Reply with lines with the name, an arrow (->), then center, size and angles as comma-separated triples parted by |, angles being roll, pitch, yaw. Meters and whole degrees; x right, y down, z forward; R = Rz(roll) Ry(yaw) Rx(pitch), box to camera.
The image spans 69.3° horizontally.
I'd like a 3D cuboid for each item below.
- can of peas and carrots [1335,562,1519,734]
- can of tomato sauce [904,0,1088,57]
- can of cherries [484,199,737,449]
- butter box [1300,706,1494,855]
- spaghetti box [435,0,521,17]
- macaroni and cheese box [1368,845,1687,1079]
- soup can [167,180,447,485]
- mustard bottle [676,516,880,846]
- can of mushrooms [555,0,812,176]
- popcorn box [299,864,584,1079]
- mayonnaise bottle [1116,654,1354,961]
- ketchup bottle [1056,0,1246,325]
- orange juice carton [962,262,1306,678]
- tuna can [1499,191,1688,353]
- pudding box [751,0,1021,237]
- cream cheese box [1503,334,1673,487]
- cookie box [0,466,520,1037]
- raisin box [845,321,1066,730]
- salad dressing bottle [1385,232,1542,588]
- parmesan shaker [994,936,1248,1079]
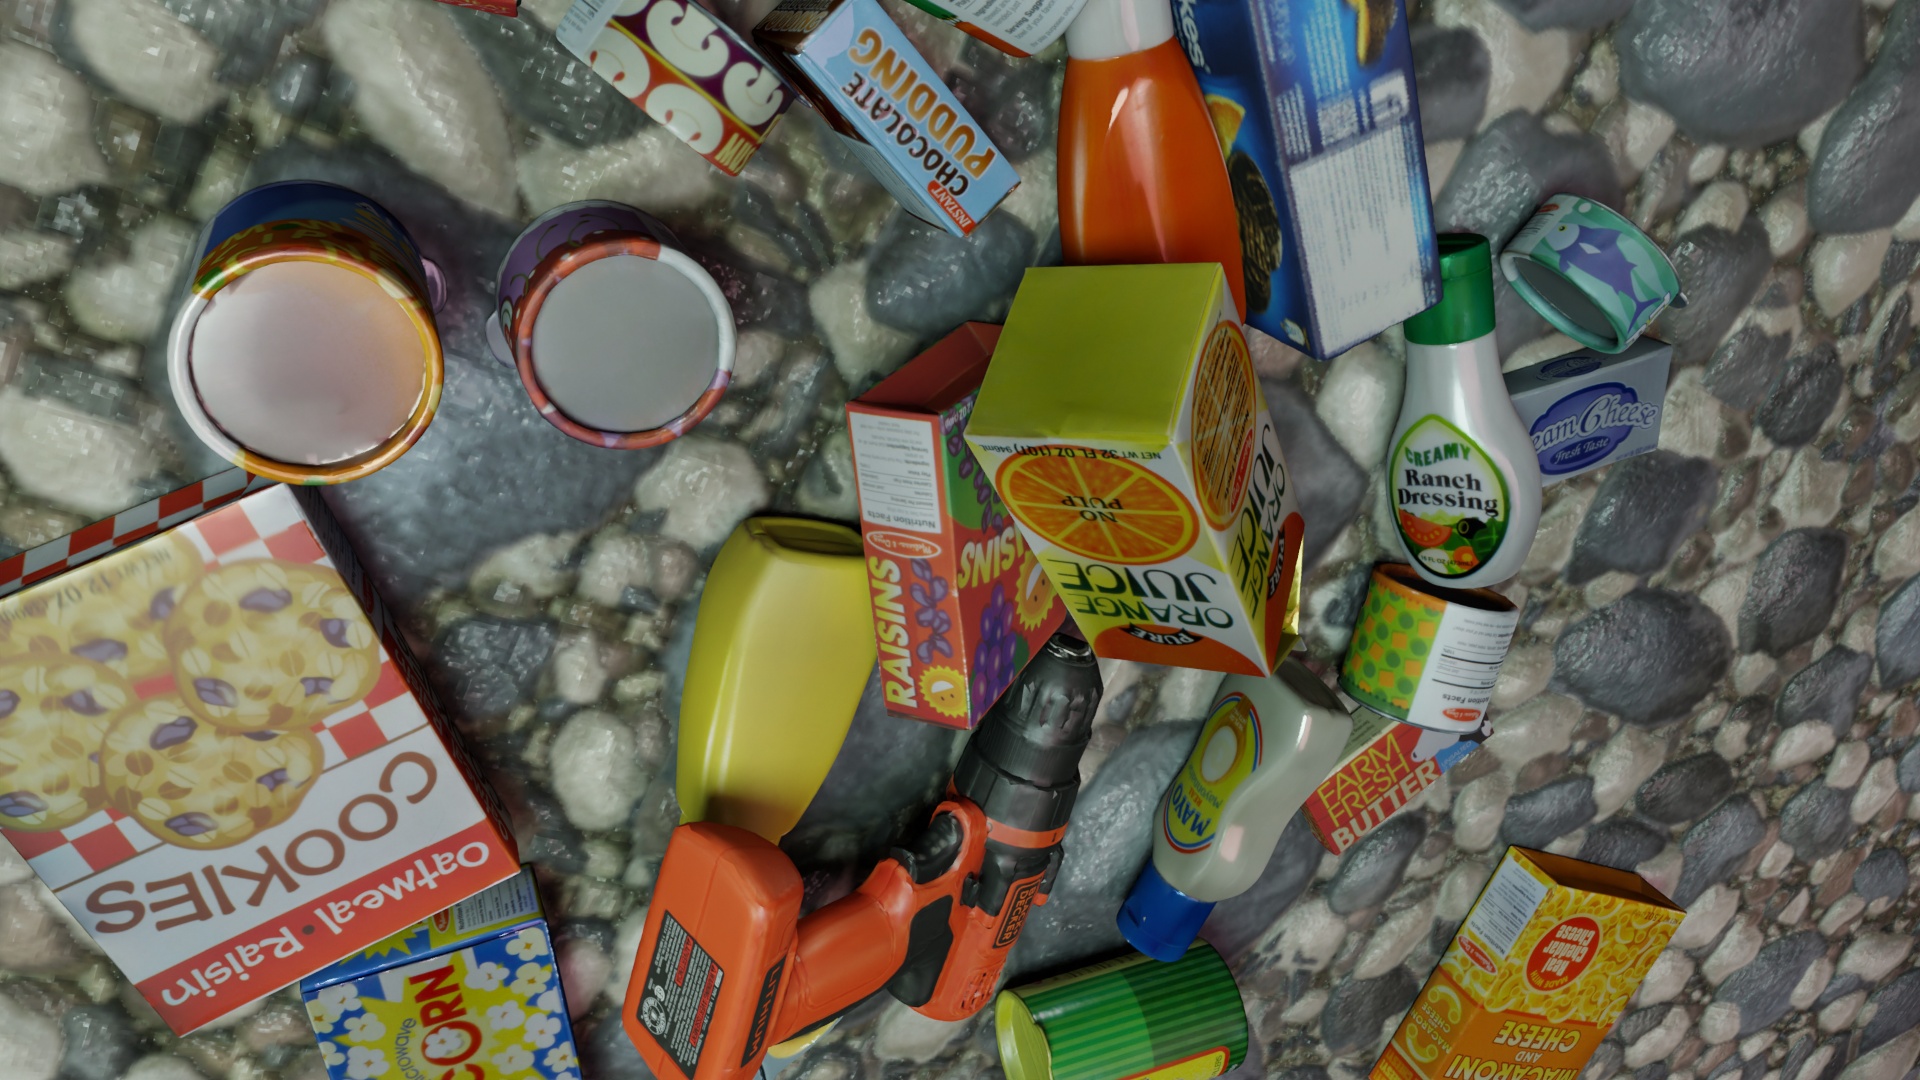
can of peas and carrots -> 0.210, 0.047, 0.632 | 0.071, 0.071, 0.058 | 6, 106, -27
can of tomato sauce -> -0.003, -0.195, 0.419 | 0.083, 0.071, 0.071 | 17, 106, -30
can of cherries -> -0.111, -0.066, 0.435 | 0.072, 0.058, 0.071 | -10, 118, -20
butter box -> 0.210, 0.104, 0.685 | 0.103, 0.024, 0.053 | -37, 123, -5
spaghetti box -> -0.113, -0.260, 0.337 | 0.050, 0.029, 0.249 | 8, 102, -19
macaroni and cheese box -> 0.329, 0.265, 0.807 | 0.124, 0.040, 0.166 | 17, 106, -29
soup can -> -0.180, -0.061, 0.392 | 0.071, 0.084, 0.071 | -10, 118, -20
mustard bottle -> -0.076, 0.070, 0.523 | 0.065, 0.049, 0.159 | 8, 111, -32
can of mushrooms -> -0.081, -0.139, 0.409 | 0.071, 0.071, 0.033 | 34, 98, -33
popcorn box -> -0.194, 0.195, 0.536 | 0.085, 0.038, 0.126 | -13, 118, -20
mayonnaise bottle -> 0.119, 0.124, 0.632 | 0.041, 0.065, 0.147 | 17, 110, -27
ketchup bottle -> 0.062, -0.137, 0.488 | 0.065, 0.044, 0.148 | -19, 120, -10
orange juice carton -> 0.076, -0.009, 0.508 | 0.192, 0.072, 0.073 | 56, 46, -49
tuna can -> 0.263, -0.109, 0.578 | 0.033, 0.071, 0.071 | -48, 124, 6
pudding box -> -0.024, -0.138, 0.445 | 0.030, 0.050, 0.083 | -47, 123, 1
cream cheese box -> 0.276, -0.056, 0.637 | 0.104, 0.024, 0.053 | -17, 119, -16
cookie box -> -0.238, 0.069, 0.455 | 0.123, 0.040, 0.166 | -25, 121, -12
raisin box -> 0.002, -0.006, 0.502 | 0.086, 0.040, 0.122 | -44, 136, -50
salad dressing bottle -> 0.210, -0.054, 0.589 | 0.044, 0.064, 0.147 | -32, 118, -39
parmesan shaker -> 0.077, 0.232, 0.658 | 0.103, 0.071, 0.071 | -10, 118, -20
